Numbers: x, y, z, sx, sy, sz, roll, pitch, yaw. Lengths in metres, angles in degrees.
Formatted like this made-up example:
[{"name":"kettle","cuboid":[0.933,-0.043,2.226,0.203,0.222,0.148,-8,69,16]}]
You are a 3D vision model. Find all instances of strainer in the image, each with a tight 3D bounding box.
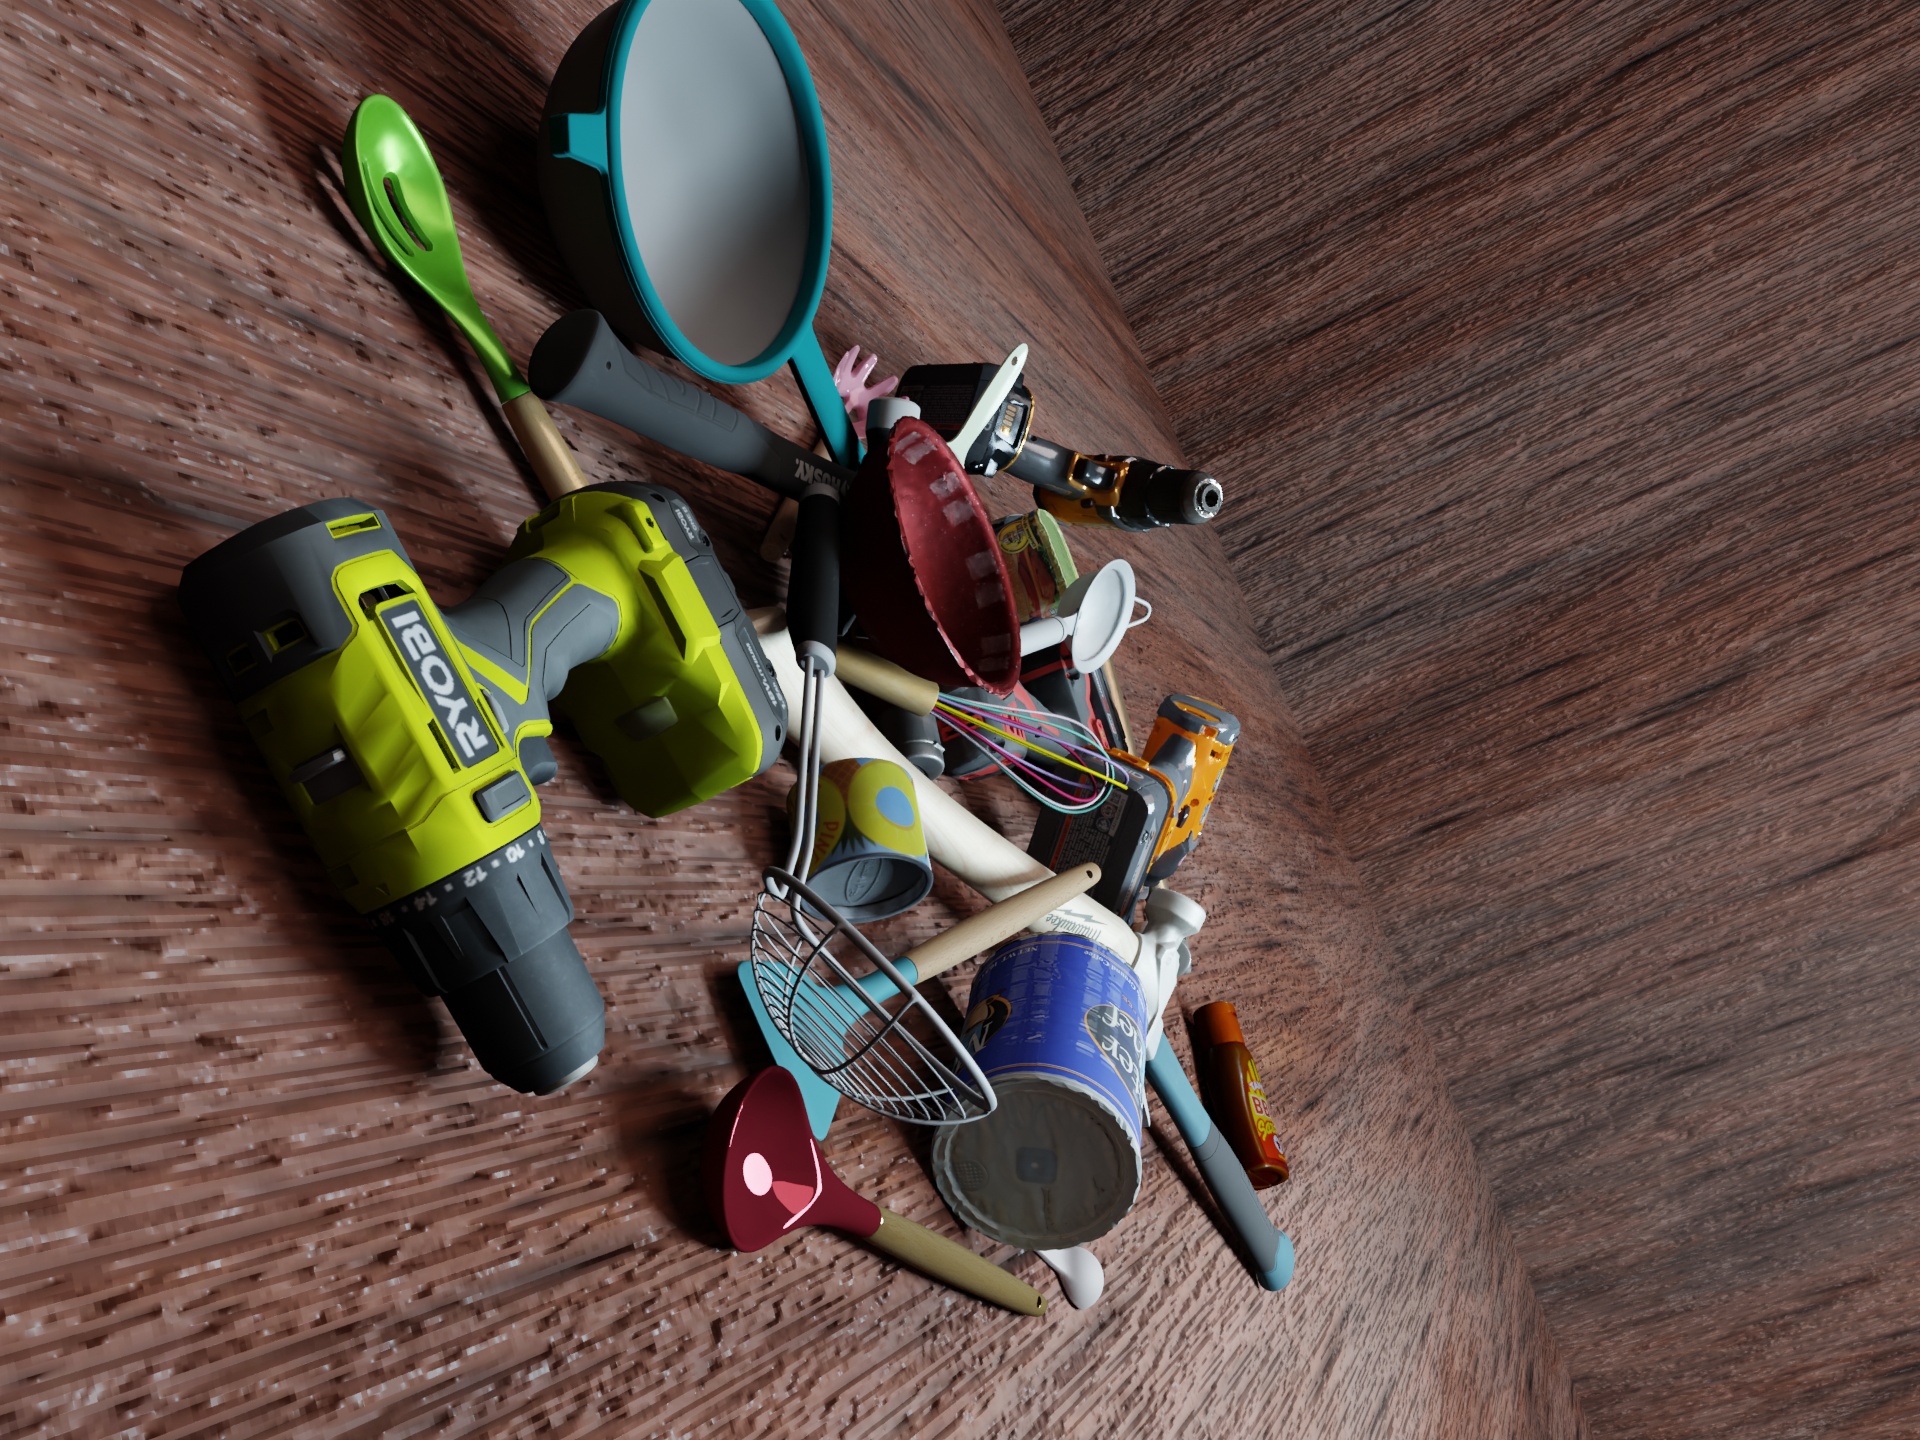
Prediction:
[{"name":"strainer","cuboid":[0.065,-0.065,1.092,0.258,0.050,0.087,-23,129,-62]},{"name":"strainer","cuboid":[-0.139,-0.247,0.888,0.340,0.095,0.211,65,37,-49]}]

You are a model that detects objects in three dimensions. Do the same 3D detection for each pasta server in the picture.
[{"name":"pasta server","cuboid":[-0.086,-0.175,1.039,0.060,0.040,0.316,44,25,-16]}]

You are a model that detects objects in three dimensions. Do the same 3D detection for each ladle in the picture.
[{"name":"ladle","cuboid":[-0.028,0.224,0.698,0.315,0.031,0.069,48,49,-49]}]

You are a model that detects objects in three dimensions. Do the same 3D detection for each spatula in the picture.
[{"name":"spatula","cuboid":[-0.004,0.117,0.801,0.317,0.044,0.082,-19,82,-53]}]

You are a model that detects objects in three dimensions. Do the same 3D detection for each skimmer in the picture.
[{"name":"skimmer","cuboid":[-0.039,0.010,0.708,0.127,0.090,0.364,62,18,-45]}]

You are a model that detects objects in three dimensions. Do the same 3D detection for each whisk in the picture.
[{"name":"whisk","cuboid":[-0.003,-0.003,0.924,0.244,0.051,0.047,25,27,-26]}]

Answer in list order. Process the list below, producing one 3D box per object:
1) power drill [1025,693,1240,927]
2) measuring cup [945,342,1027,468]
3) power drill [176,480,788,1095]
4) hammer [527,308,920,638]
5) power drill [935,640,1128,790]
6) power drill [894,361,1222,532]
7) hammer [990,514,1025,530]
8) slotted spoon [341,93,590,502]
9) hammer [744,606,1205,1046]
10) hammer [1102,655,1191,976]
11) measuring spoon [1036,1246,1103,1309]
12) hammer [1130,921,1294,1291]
[{"name":"power drill","cuboid":[0.123,0.078,1.137,0.084,0.164,0.226,25,20,20]},{"name":"measuring cup","cuboid":[-0.011,-0.200,1.114,0.038,0.167,0.083,30,-7,34]},{"name":"power drill","cuboid":[-0.146,0.007,0.565,0.190,0.080,0.228,63,20,-7]},{"name":"hammer","cuboid":[-0.108,-0.134,0.824,0.334,0.035,0.146,13,84,-66]},{"name":"power drill","cuboid":[0.027,-0.041,1.130,0.226,0.080,0.188,18,52,-63]},{"name":"power drill","cuboid":[0.077,-0.202,1.235,0.226,0.185,0.084,18,88,-38]},{"name":"hammer","cuboid":[0.103,-0.023,1.395,0.337,0.034,0.127,64,19,-7]},{"name":"slotted spoon","cuboid":[-0.183,-0.118,0.701,0.313,0.031,0.070,63,18,-16]},{"name":"hammer","cuboid":[-0.002,0.078,0.895,0.410,0.038,0.146,42,69,-37]},{"name":"hammer","cuboid":[0.139,0.048,1.314,0.130,0.031,0.331,41,35,-78]},{"name":"measuring spoon","cuboid":[0.047,0.277,0.861,0.124,0.018,0.034,54,21,-31]},{"name":"hammer","cuboid":[0.174,0.299,1.132,0.330,0.033,0.128,60,39,-32]}]
